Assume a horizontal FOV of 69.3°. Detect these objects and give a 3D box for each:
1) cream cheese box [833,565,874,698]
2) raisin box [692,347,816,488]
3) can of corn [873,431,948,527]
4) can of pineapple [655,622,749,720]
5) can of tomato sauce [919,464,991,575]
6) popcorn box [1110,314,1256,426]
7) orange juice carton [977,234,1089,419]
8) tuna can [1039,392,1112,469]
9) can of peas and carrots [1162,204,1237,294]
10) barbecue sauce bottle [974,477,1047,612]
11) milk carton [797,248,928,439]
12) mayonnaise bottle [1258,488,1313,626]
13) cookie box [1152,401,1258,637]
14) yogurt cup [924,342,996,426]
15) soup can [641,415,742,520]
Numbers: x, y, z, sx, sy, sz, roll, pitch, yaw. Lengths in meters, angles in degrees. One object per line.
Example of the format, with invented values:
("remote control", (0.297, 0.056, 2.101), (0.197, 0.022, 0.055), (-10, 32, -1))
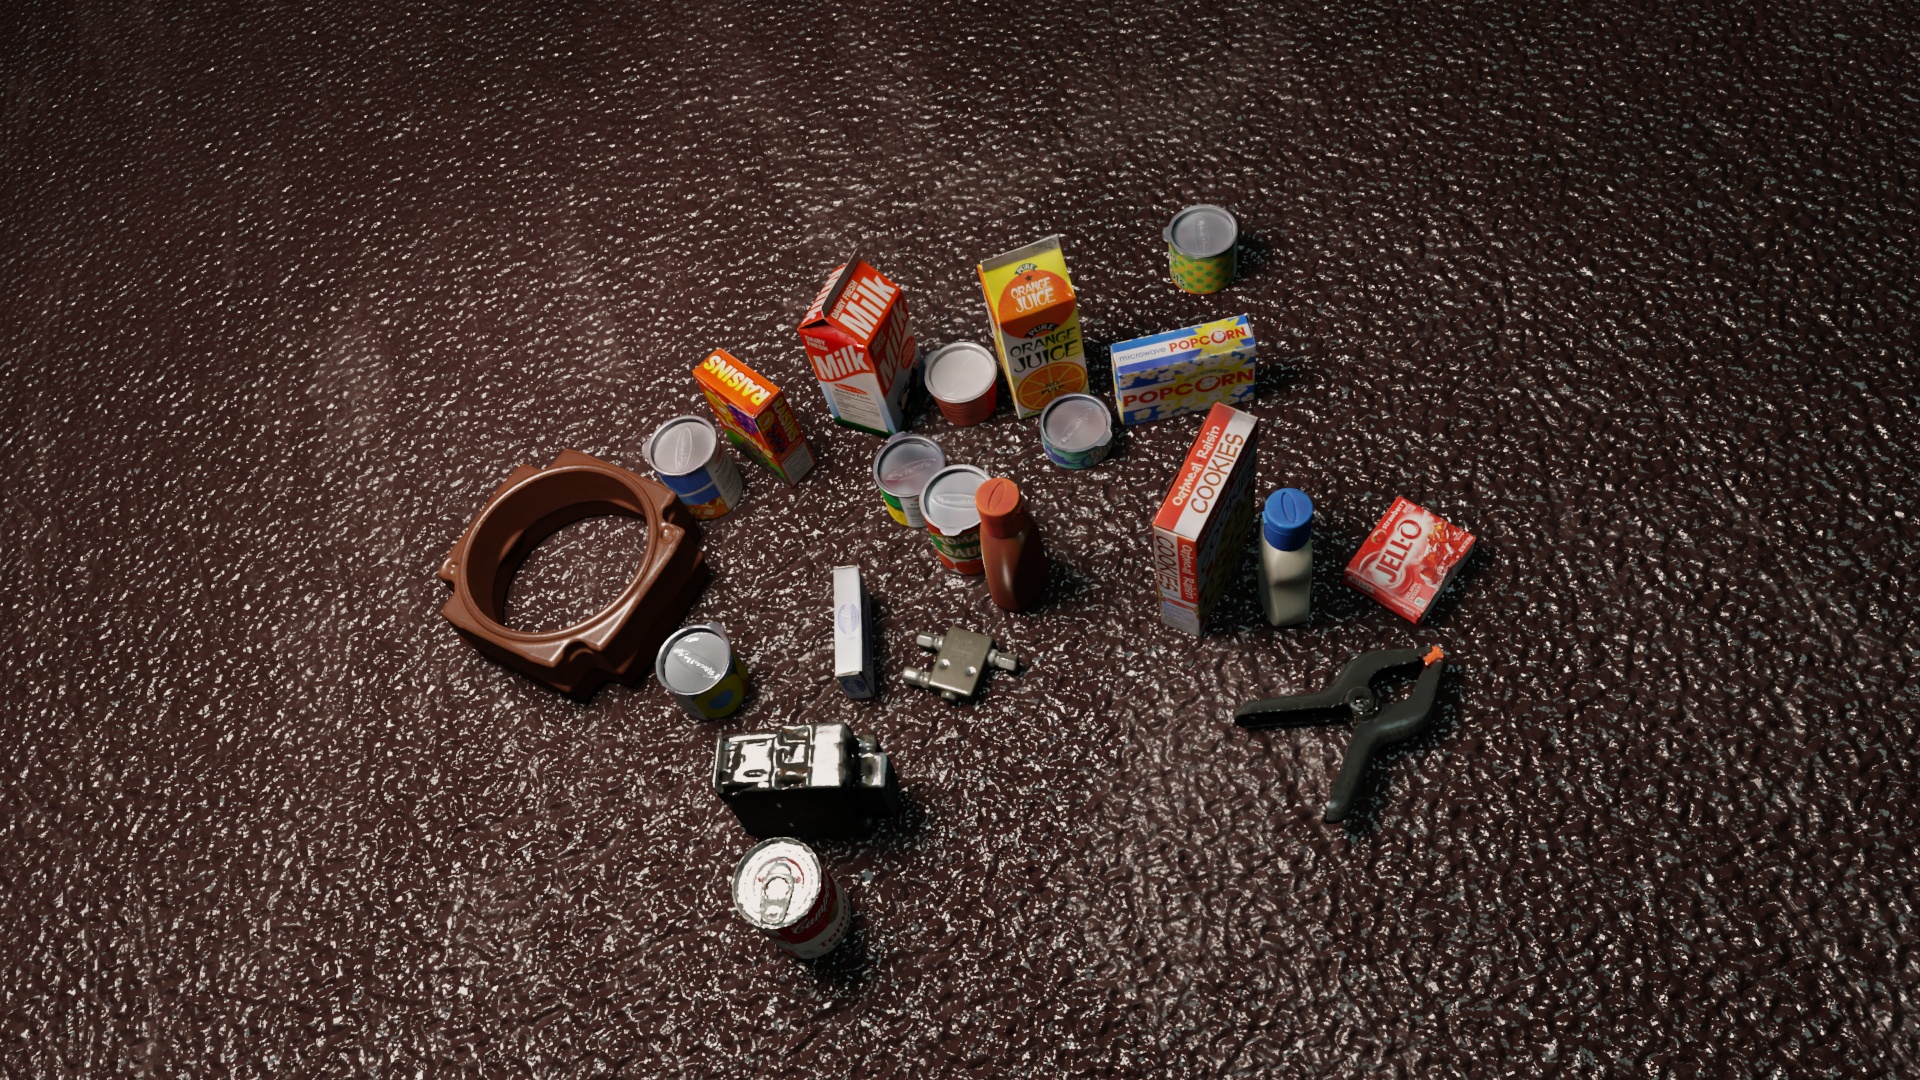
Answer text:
("cream cheese box", (-0.092, 0.079, 1.197), (0.024, 0.053, 0.104), (-8, 59, 6))
("raisin box", (-0.190, -0.112, 1.287), (0.086, 0.123, 0.040), (36, 72, 26))
("can of corn", (-0.042, -0.055, 1.264), (0.071, 0.058, 0.071), (-5, 59, 8))
("can of pineapple", (-0.220, 0.113, 1.198), (0.071, 0.057, 0.071), (-5, 59, 8))
("can of tomato sauce", (0.004, -0.015, 1.217), (0.071, 0.082, 0.071), (-5, 59, 8))
("popcorn box", (0.202, -0.153, 1.260), (0.127, 0.085, 0.038), (-12, 59, 4))
("orange juice carton", (0.065, -0.199, 1.250), (0.072, 0.191, 0.073), (-18, 59, 0))
("tuna can", (0.109, -0.099, 1.276), (0.071, 0.032, 0.071), (-5, 59, 8))
("can of peas and carrots", (0.232, -0.280, 1.345), (0.071, 0.058, 0.071), (-5, 59, 8))
("barbecue sauce bottle", (0.041, 0.001, 1.162), (0.044, 0.148, 0.065), (16, 64, 19))
("milk carton", (-0.089, -0.178, 1.267), (0.073, 0.189, 0.072), (17, 65, 20))
("mayonnaise bottle", (0.262, 0.011, 1.115), (0.041, 0.147, 0.065), (-9, 59, 5))
("cookie box", (0.200, -0.014, 1.131), (0.040, 0.166, 0.123), (21, 66, 21))
("yogurt cup", (0.004, -0.144, 1.310), (0.072, 0.053, 0.073), (-5, 59, 8))
("soup can", (-0.249, -0.067, 1.294), (0.071, 0.083, 0.071), (-5, 59, 8))
